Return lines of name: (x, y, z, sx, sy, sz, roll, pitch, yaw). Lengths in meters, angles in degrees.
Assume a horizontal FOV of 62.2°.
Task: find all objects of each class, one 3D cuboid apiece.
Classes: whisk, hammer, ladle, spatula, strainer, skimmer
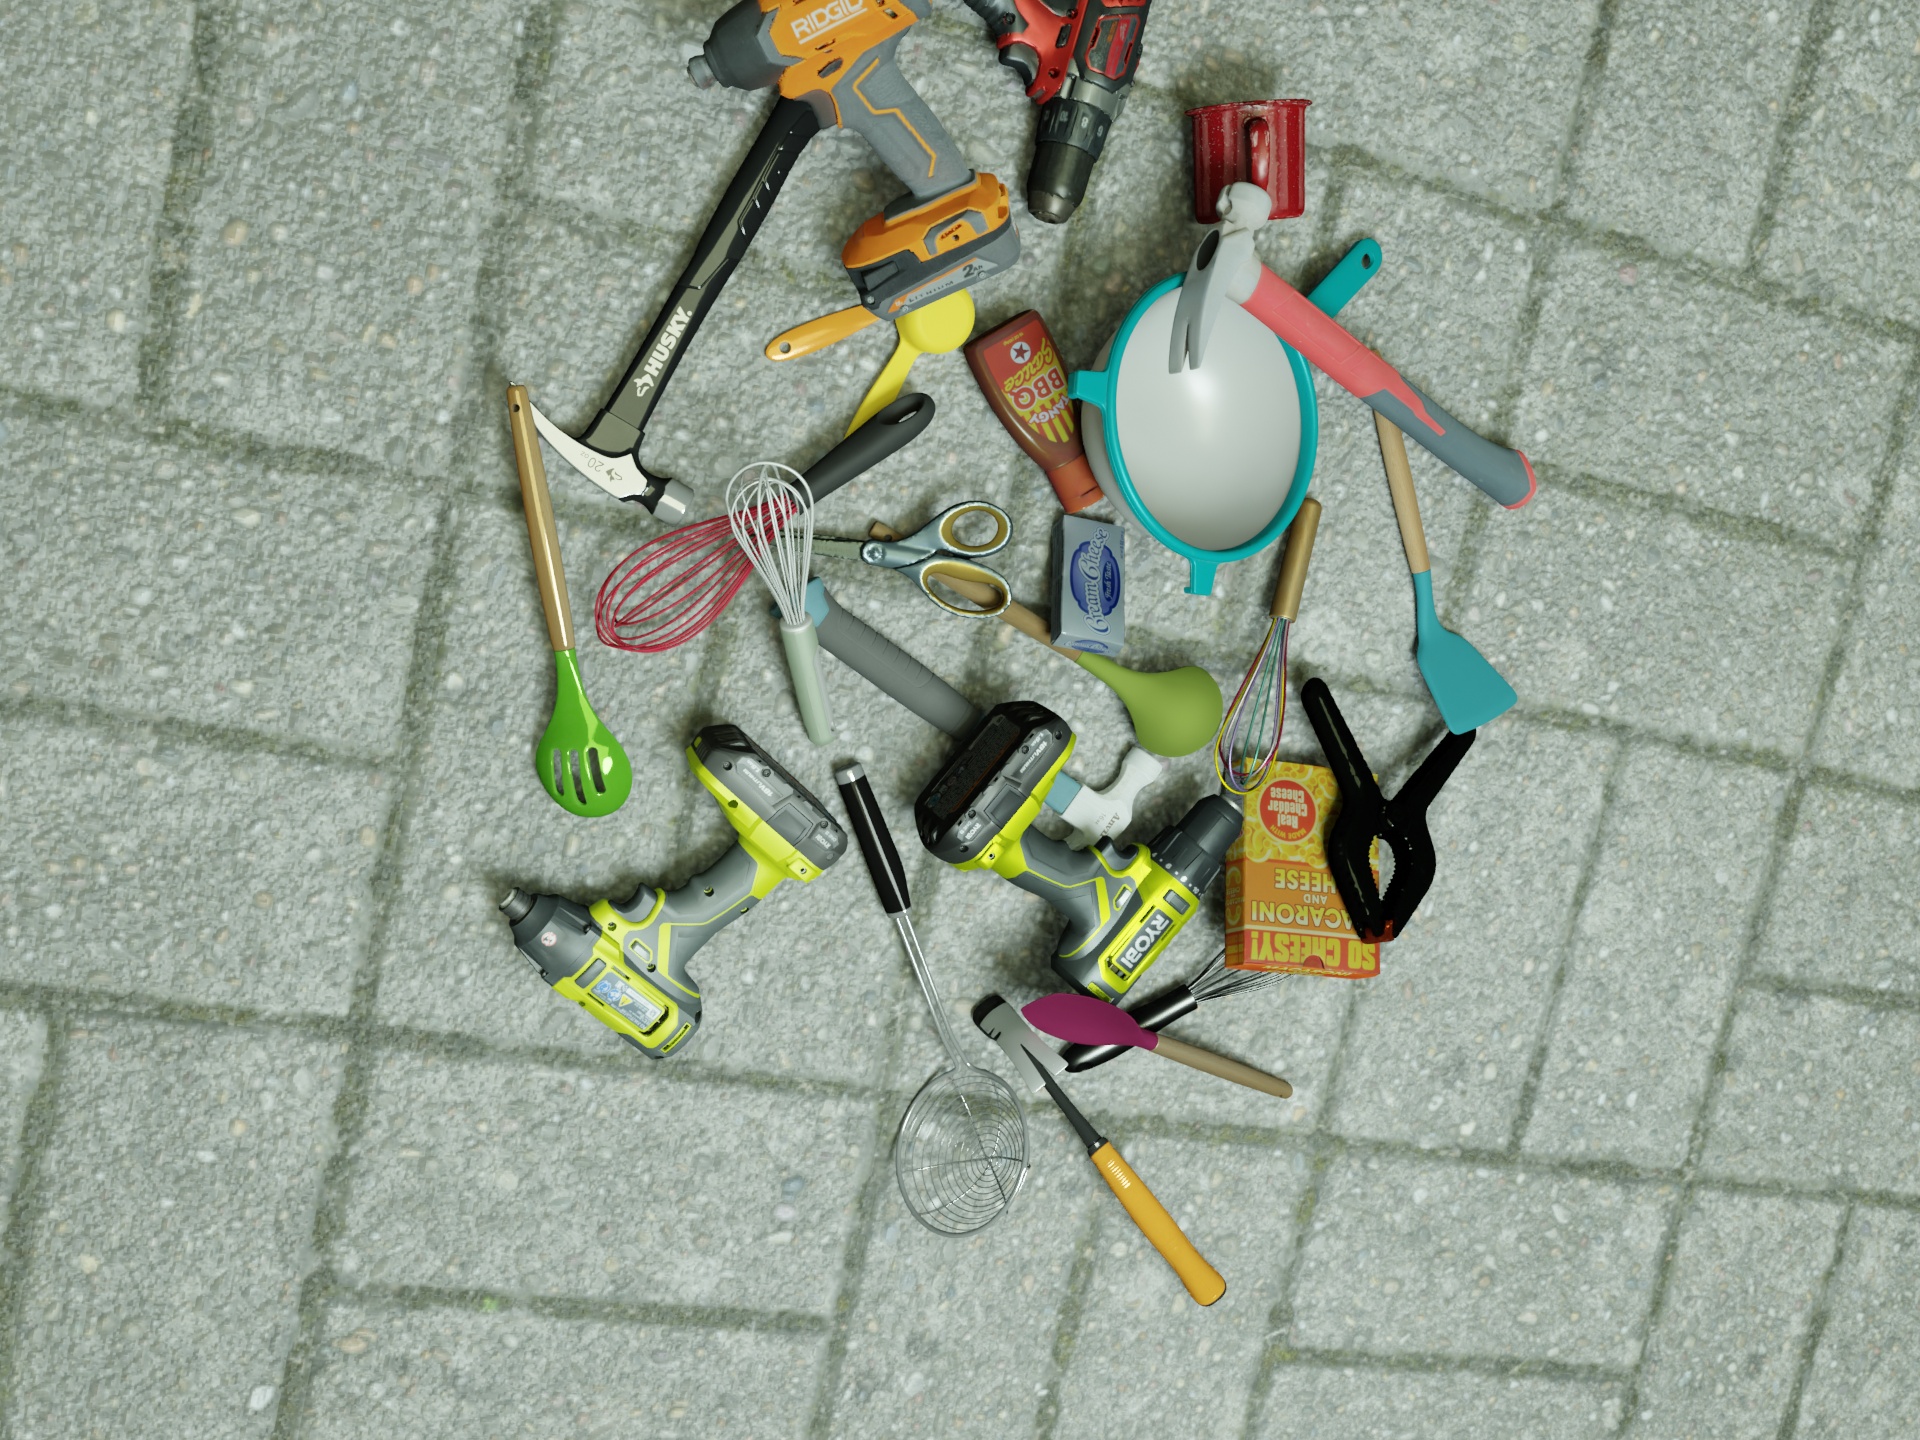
whisk: (0.247, -0.060, 1.259, 0.047, 0.051, 0.245, 14, 82, 11)
whisk: (-0.117, -0.077, 1.124, 0.059, 0.058, 0.246, -6, 130, 4)
hammer: (-0.183, -0.315, 1.114, 0.146, 0.035, 0.335, 29, 90, -19)
hammer: (0.312, -0.243, 1.211, 0.386, 0.038, 0.143, 26, 78, -33)
hammer: (0.127, 0.364, 1.285, 0.034, 0.127, 0.336, -39, 113, -8)
whisk: (0.188, 0.227, 1.307, 0.239, 0.055, 0.055, -28, 106, -5)
whisk: (-0.136, -0.144, 1.138, 0.296, 0.073, 0.073, -38, 107, -8)
ladle: (0.068, -0.068, 1.230, 0.320, 0.062, 0.078, 30, 100, -12)
hammer: (-0.002, -0.004, 1.220, 0.330, 0.033, 0.128, 36, 87, -18)
spatula: (0.380, -0.148, 1.298, 0.082, 0.044, 0.317, -24, 104, -26)
strainer: (0.201, -0.263, 1.214, 0.340, 0.095, 0.210, -47, 116, -26)
skimmer: (-0.041, 0.213, 1.215, 0.090, 0.127, 0.363, -33, 107, -53)

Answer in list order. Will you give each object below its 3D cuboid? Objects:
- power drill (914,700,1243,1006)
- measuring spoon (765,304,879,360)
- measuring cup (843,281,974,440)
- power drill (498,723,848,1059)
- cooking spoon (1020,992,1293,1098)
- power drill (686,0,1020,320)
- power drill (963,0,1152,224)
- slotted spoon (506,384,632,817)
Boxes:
power drill: (0.096, 0.089, 1.205, 0.228, 0.080, 0.190, 41, 88, -25)
measuring spoon: (-0.088, -0.287, 1.157, 0.117, 0.011, 0.021, -25, 105, -11)
measuring cup: (-0.042, -0.253, 1.163, 0.062, 0.029, 0.156, 28, 94, -33)
power drill: (-0.206, 0.118, 1.154, 0.223, 0.080, 0.171, -46, 116, -2)
cooking spoon: (0.168, 0.262, 1.269, 0.318, 0.017, 0.069, 27, 136, -37)
power drill: (-0.068, -0.390, 1.064, 0.164, 0.084, 0.226, -21, 125, 12)
power drill: (0.017, -0.473, 1.124, 0.226, 0.080, 0.188, 15, 96, -21)
slotted spoon: (-0.283, -0.075, 1.110, 0.070, 0.031, 0.313, -4, 106, 7)
